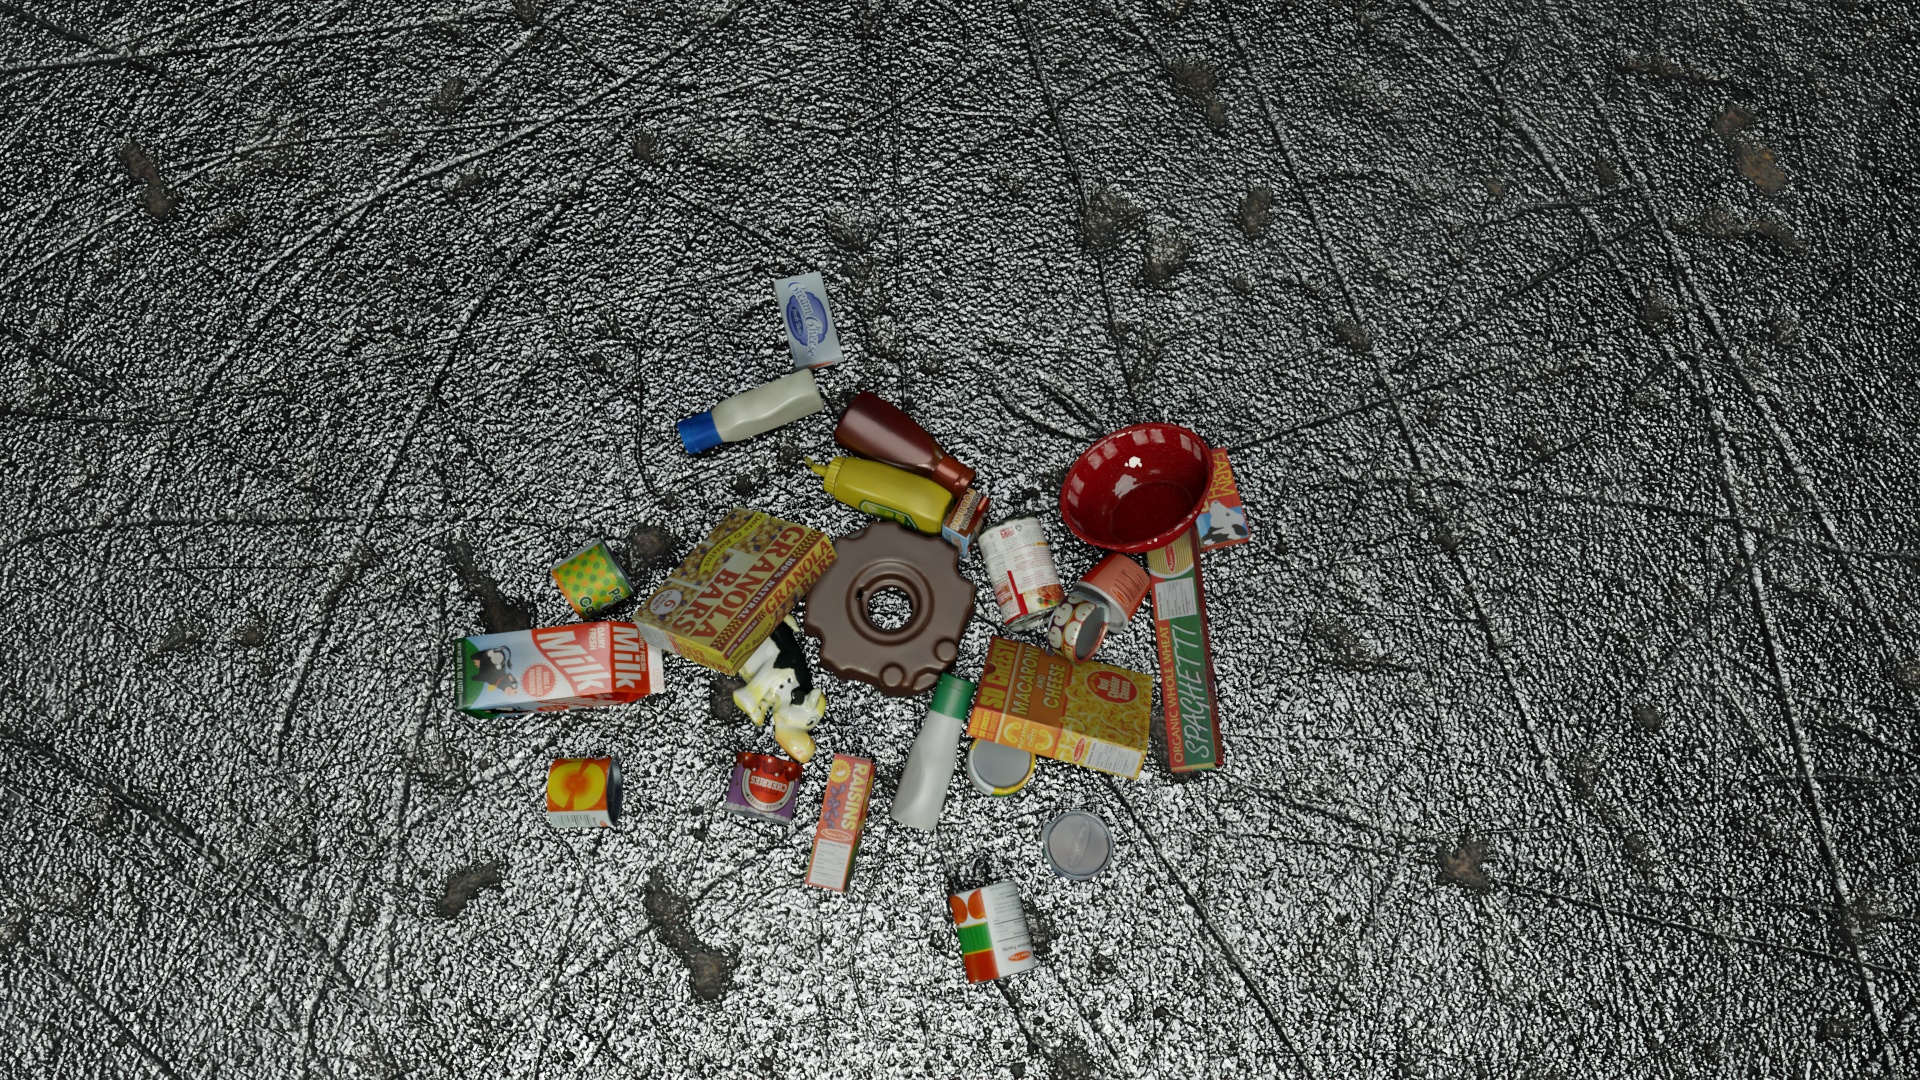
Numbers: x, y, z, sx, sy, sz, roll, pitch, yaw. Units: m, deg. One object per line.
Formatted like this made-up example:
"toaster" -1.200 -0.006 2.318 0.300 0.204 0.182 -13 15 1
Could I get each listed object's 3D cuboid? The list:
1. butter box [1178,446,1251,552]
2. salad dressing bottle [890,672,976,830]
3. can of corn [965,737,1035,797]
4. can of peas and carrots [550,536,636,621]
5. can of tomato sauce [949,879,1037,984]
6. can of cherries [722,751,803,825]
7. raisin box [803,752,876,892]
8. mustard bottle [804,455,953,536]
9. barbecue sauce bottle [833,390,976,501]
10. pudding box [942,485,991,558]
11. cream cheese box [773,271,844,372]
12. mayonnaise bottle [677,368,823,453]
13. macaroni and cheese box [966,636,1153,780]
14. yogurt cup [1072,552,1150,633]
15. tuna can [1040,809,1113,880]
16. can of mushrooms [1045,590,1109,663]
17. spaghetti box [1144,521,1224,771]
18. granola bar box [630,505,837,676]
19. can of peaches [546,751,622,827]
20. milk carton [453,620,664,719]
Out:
"butter box" 0.262 -0.043 1.447 0.053 0.024 0.103 -12 75 -4
"salad dressing bottle" -0.024 0.203 1.340 0.044 0.064 0.147 20 86 -18
"can of corn" 0.041 0.213 1.351 0.071 0.058 0.071 0 75 -2
"can of peas and carrots" -0.364 0.041 1.380 0.059 0.070 0.071 -32 78 -9
"can of tomato sauce" 0.028 0.368 1.305 0.071 0.071 0.083 -12 75 -5
"can of cherries" -0.187 0.237 1.330 0.071 0.071 0.058 13 75 2
"raisin box" -0.112 0.268 1.316 0.040 0.086 0.123 11 75 3
"mustard bottle" -0.088 -0.052 1.420 0.160 0.065 0.049 20 70 9
"barbecue sauce bottle" -0.055 -0.093 1.440 0.148 0.043 0.065 32 76 6
"pudding box" 0.005 -0.018 1.400 0.030 0.083 0.050 30 76 6
"cream cheese box" -0.163 -0.234 1.485 0.053 0.024 0.104 -14 76 -7
"mayonnaise bottle" -0.217 -0.132 1.437 0.148 0.064 0.041 -21 77 -4
"macaroni and cheese box" 0.099 0.158 1.341 0.166 0.040 0.124 15 31 2
"yogurt cup" 0.155 0.049 1.398 0.072 0.072 0.054 39 69 8
"tuna can" 0.111 0.294 1.344 0.071 0.032 0.071 1 75 -2
"can of mushrooms" 0.115 0.087 1.362 0.033 0.071 0.071 24 74 30
"spaghetti box" 0.224 0.106 1.392 0.050 0.028 0.250 -12 73 26
"granola bar box" -0.218 0.044 1.346 0.124 0.039 0.166 16 52 33
"can of peaches" -0.358 0.238 1.327 0.058 0.071 0.071 -2 75 -2
"milk carton" -0.386 0.125 1.353 0.191 0.073 0.072 -7 75 -4
